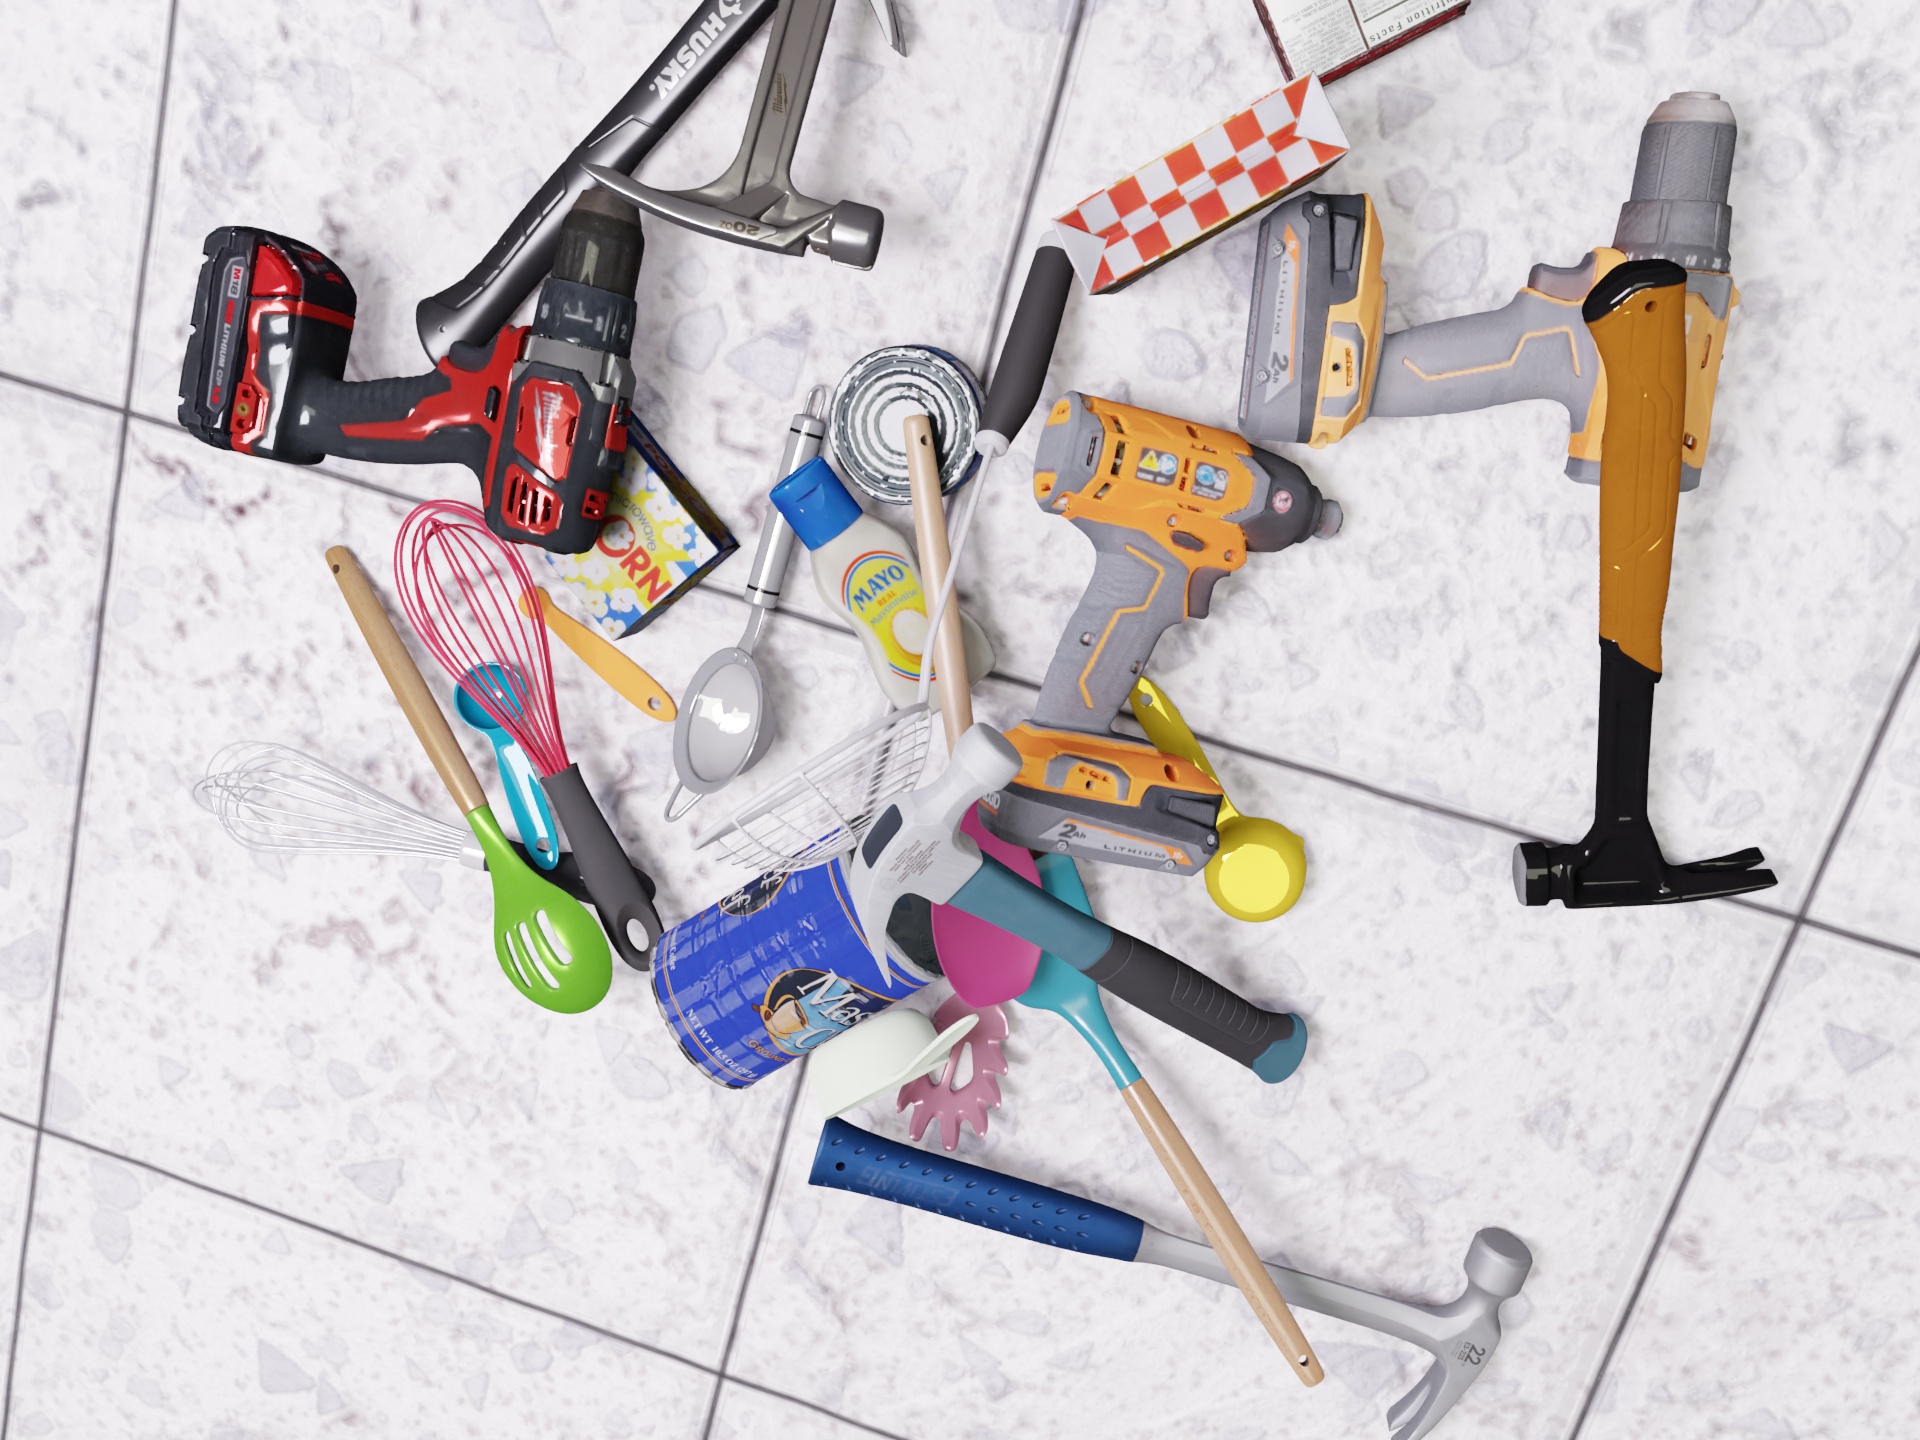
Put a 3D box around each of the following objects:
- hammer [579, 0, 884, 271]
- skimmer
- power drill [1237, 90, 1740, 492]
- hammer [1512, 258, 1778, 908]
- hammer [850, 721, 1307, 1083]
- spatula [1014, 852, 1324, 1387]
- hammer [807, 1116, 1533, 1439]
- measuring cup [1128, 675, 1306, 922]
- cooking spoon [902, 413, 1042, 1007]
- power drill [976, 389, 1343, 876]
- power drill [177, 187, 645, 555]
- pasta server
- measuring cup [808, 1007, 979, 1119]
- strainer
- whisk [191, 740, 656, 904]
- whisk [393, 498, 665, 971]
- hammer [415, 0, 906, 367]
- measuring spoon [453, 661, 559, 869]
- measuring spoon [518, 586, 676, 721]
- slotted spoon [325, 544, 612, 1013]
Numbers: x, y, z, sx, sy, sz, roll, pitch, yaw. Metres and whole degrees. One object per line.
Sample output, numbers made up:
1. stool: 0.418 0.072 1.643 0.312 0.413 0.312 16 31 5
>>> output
1. hammer: -0.067 -0.411 0.772 0.149 0.037 0.359 16 95 -1
2. skimmer: -0.029 -0.093 0.781 0.090 0.127 0.363 20 76 -8
3. power drill: 0.258 -0.211 0.771 0.226 0.084 0.185 6 104 4
4. hammer: 0.334 -0.053 0.769 0.127 0.034 0.336 -5 118 12
5. hammer: 0.076 0.119 0.806 0.128 0.033 0.330 -46 129 15
6. spatula: 0.107 0.224 0.876 0.082 0.044 0.317 -32 80 -3
7. hammer: 0.110 0.308 0.914 0.405 0.035 0.144 17 106 -1
8. measuring cup: 0.136 0.043 0.876 0.062 0.029 0.156 -32 96 16
9. cooking spoon: -0.001 -0.003 0.849 0.068 0.017 0.319 -11 98 -25
10. power drill: 0.104 -0.041 0.820 0.164 0.084 0.226 11 95 -15
11. power drill: -0.278 -0.201 0.838 0.227 0.080 0.188 14 97 7
12. pasta server: 0.034 0.099 0.904 0.060 0.040 0.316 18 105 -5
13. measuring cup: -0.031 0.168 0.841 0.038 0.083 0.167 63 149 15
14. strainer: -0.111 -0.062 0.893 0.087 0.050 0.258 29 106 49
15. whisk: -0.321 0.071 0.955 0.284 0.070 0.070 14 105 2
16. whisk: -0.239 0.012 0.909 0.073 0.073 0.295 -22 99 15
17. hammer: -0.175 -0.308 0.851 0.334 0.035 0.146 -43 92 16
18. measuring spoon: -0.262 0.027 0.942 0.042 0.021 0.128 -20 89 -5
19. measuring spoon: -0.213 -0.037 0.932 0.117 0.011 0.021 40 107 0
20. slotted spoon: -0.294 0.032 0.923 0.070 0.031 0.314 -34 81 19
